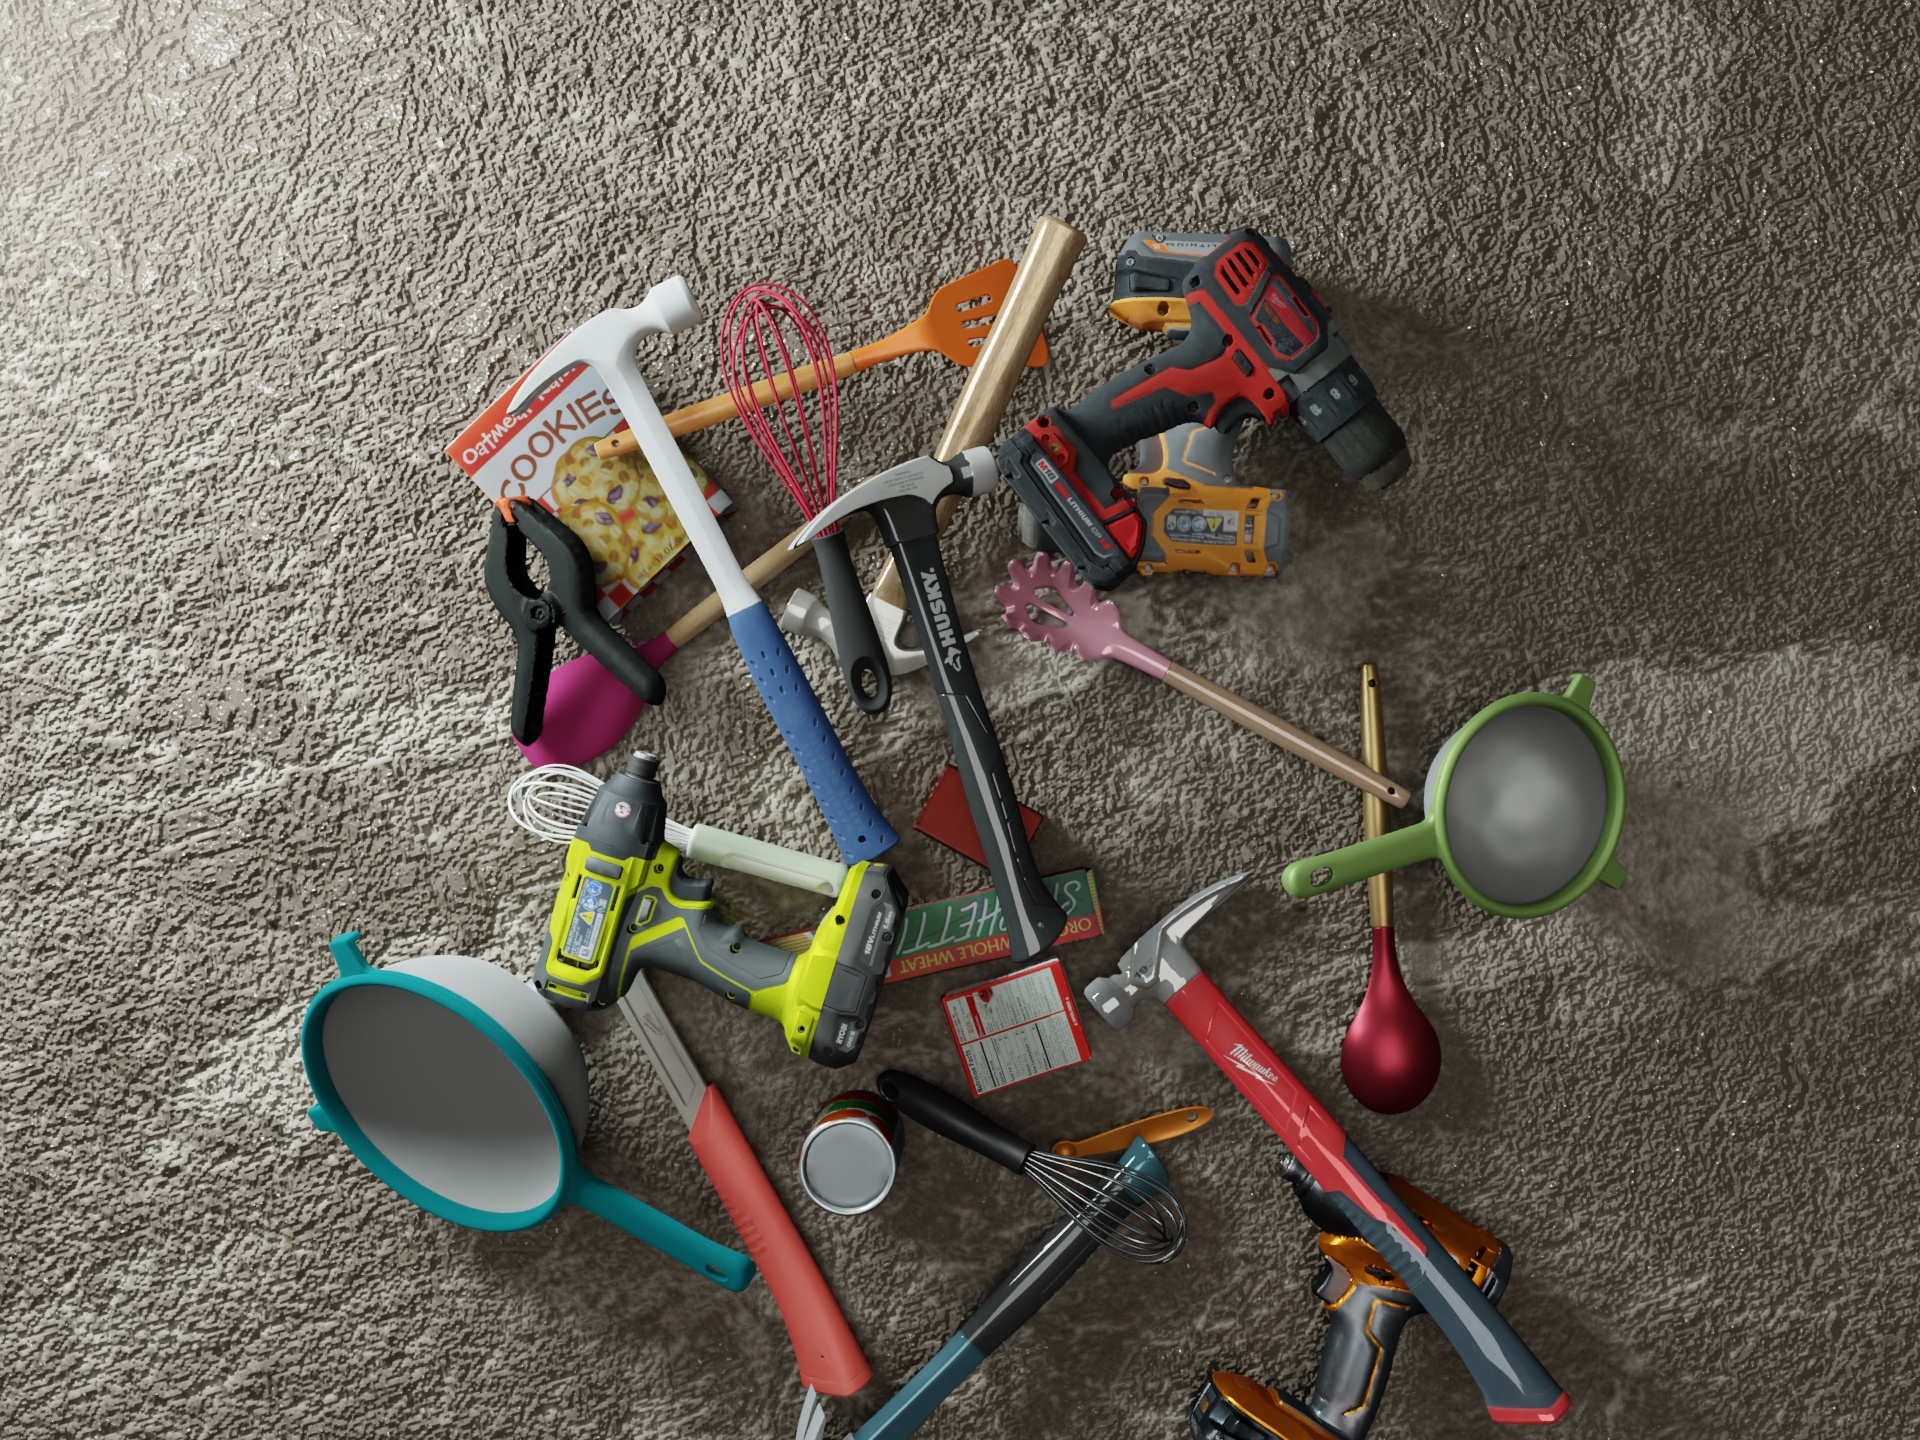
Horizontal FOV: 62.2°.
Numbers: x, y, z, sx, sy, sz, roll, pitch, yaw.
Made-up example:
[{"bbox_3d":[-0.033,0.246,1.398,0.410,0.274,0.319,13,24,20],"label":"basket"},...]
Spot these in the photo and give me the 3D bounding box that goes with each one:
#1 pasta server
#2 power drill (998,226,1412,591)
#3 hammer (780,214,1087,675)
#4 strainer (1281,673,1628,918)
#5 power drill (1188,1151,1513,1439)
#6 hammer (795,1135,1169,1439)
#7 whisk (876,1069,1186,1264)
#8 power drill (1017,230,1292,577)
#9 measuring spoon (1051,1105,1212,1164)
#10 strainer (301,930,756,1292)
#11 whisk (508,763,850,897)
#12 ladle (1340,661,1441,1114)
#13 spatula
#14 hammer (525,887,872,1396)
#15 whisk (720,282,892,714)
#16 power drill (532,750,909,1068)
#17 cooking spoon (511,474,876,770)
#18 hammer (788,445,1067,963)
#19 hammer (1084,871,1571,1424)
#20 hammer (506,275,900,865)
[{"bbox_3d":[0.167,-0.022,1.094,0.316,0.040,0.060,29,87,5],"label":"pasta server"},{"bbox_3d":[0.157,-0.176,1.019,0.226,0.080,0.188,-39,92,6],"label":"power drill"},{"bbox_3d":[0.002,-0.183,1.087,0.130,0.031,0.331,26,101,-1],"label":"hammer"},{"bbox_3d":[0.319,0.068,1.062,0.256,0.069,0.151,-16,99,-15],"label":"strainer"},{"bbox_3d":[0.246,0.410,1.073,0.164,0.084,0.226,32,86,3],"label":"power drill"},{"bbox_3d":[0.020,0.415,1.086,0.331,0.033,0.128,-45,116,-4],"label":"hammer"},{"bbox_3d":[0.044,0.292,1.068,0.239,0.055,0.055,23,90,23],"label":"whisk"},{"bbox_3d":[0.136,-0.212,1.090,0.185,0.084,0.226,3,93,3],"label":"power drill"},{"bbox_3d":[0.119,0.287,1.112,0.117,0.011,0.021,-15,111,-1],"label":"measuring spoon"},{"bbox_3d":[-0.270,0.262,1.060,0.340,0.095,0.211,27,125,7],"label":"strainer"},{"bbox_3d":[-0.194,0.082,1.108,0.246,0.057,0.059,16,47,-2],"label":"whisk"},{"bbox_3d":[0.293,0.117,1.103,0.069,0.031,0.315,-3,87,2],"label":"ladle"},{"bbox_3d":[-0.097,-0.237,1.101,0.322,0.041,0.081,-20,90,-3],"label":"spatula"},{"bbox_3d":[-0.154,0.300,1.107,0.149,0.036,0.359,-30,88,1],"label":"hammer"},{"bbox_3d":[-0.095,-0.143,1.059,0.073,0.073,0.295,-15,105,1],"label":"whisk"},{"bbox_3d":[-0.154,0.128,1.054,0.223,0.080,0.171,17,93,1],"label":"power drill"},{"bbox_3d":[-0.184,-0.073,1.124,0.319,0.017,0.069,-37,89,1],"label":"cooking spoon"},{"bbox_3d":[-0.002,-0.003,1.040,0.146,0.035,0.335,-18,93,-21],"label":"hammer"},{"bbox_3d":[0.258,0.280,1.041,0.143,0.038,0.386,-41,71,-1],"label":"hammer"},{"bbox_3d":[-0.157,-0.083,1.077,0.144,0.035,0.405,-27,99,1],"label":"hammer"}]
